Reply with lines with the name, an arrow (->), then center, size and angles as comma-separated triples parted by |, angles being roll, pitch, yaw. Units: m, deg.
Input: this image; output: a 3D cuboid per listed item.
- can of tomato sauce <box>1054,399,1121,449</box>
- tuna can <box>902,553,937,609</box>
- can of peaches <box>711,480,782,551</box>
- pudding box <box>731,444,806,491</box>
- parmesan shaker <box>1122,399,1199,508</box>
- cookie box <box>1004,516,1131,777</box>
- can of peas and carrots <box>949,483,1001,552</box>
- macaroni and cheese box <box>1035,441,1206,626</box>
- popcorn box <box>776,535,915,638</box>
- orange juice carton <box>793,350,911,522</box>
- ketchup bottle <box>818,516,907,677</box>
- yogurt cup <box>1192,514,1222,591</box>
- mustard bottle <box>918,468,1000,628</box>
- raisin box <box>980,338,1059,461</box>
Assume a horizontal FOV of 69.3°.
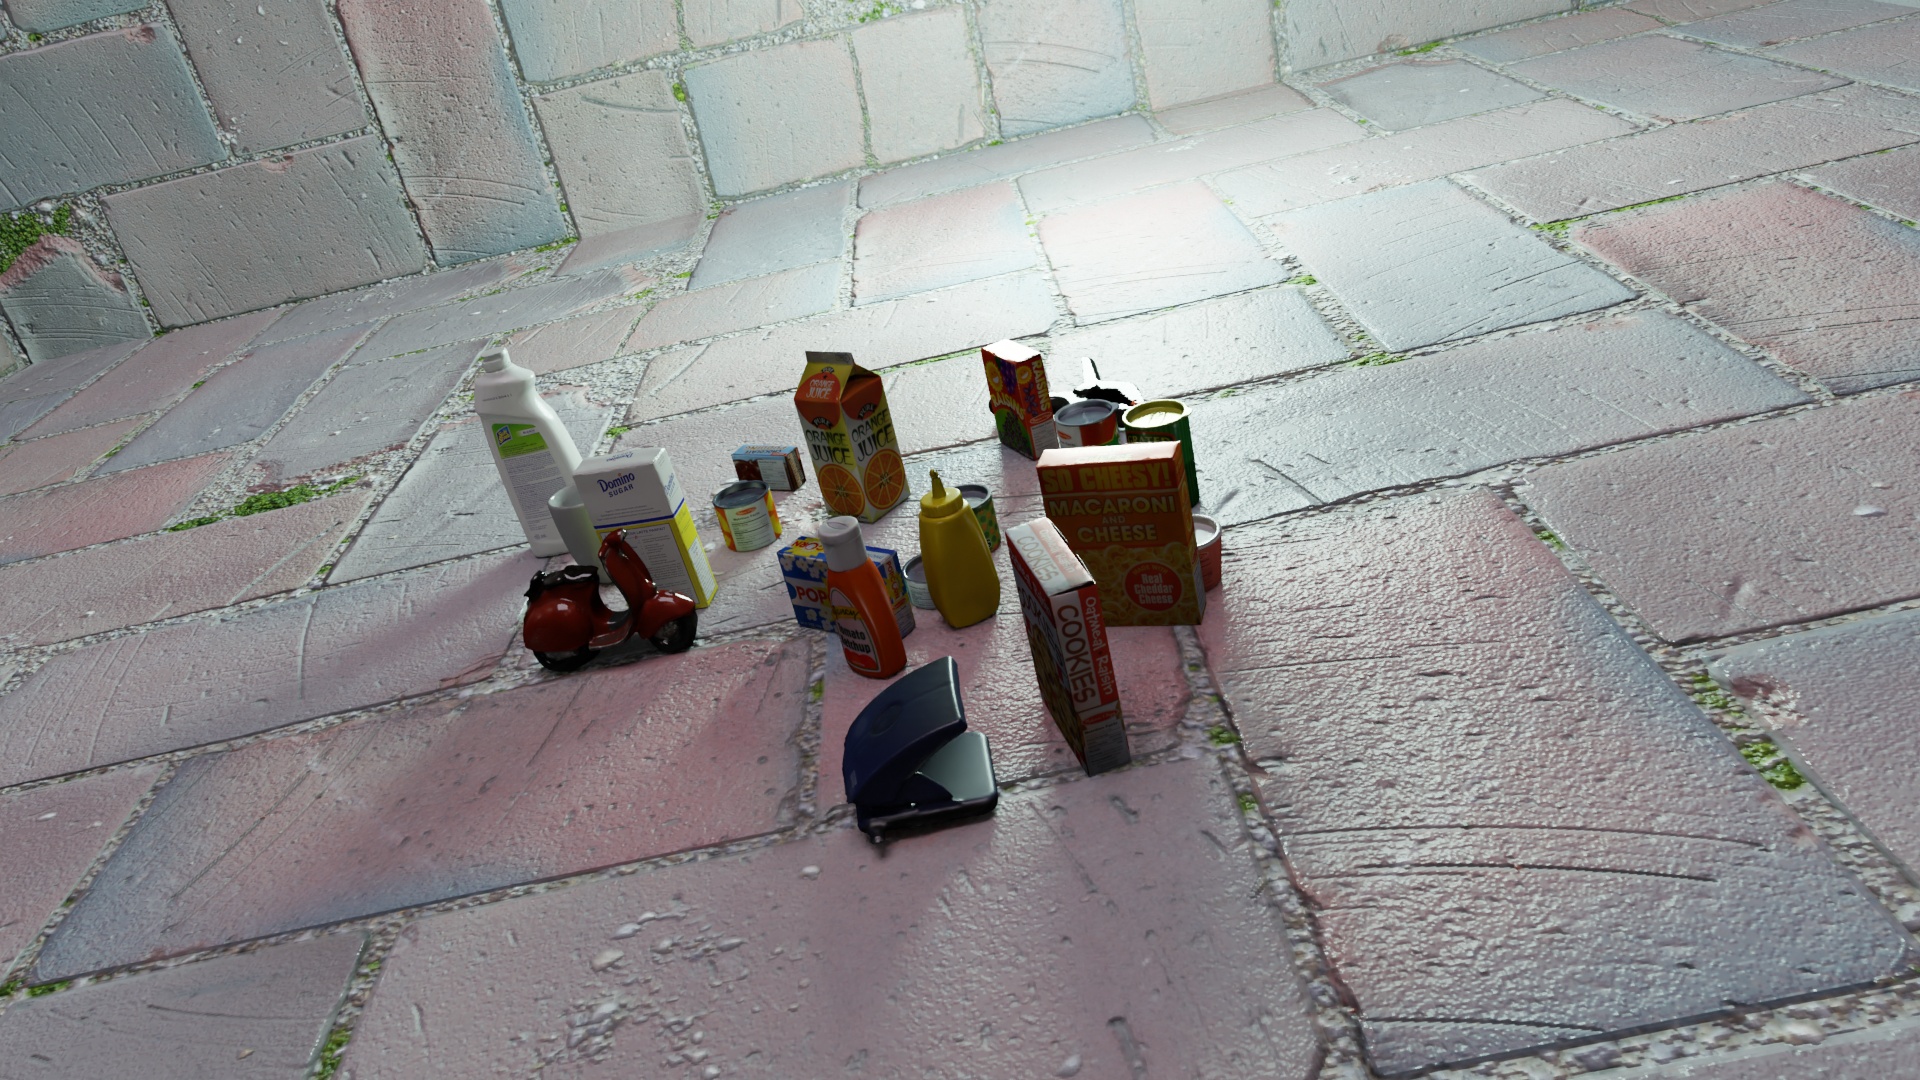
can of tomato sauce -> 0.143, -0.103, 1.507 | 0.071, 0.082, 0.071 | -11, 27, 6
tuna can -> -0.022, 0.036, 1.371 | 0.071, 0.032, 0.071 | -11, 27, 6
can of peaches -> -0.240, -0.029, 1.567 | 0.071, 0.057, 0.071 | -11, 27, 6
pudding box -> -0.233, -0.089, 1.689 | 0.083, 0.049, 0.030 | 3, 31, 29
parmesan shaker -> 0.209, -0.084, 1.419 | 0.071, 0.102, 0.071 | -11, 27, 6
cookie box -> 0.084, 0.081, 1.089 | 0.040, 0.166, 0.123 | -17, 27, -7
can of peas and carrots -> 0.005, -0.018, 1.434 | 0.071, 0.058, 0.071 | -11, 27, 6
macaroni and cheese box -> 0.143, -0.004, 1.225 | 0.123, 0.165, 0.040 | -3, 29, 20
popcorn box -> -0.109, 0.047, 1.333 | 0.126, 0.085, 0.038 | 8, 34, 36
orange juice carton -> -0.124, -0.122, 1.545 | 0.072, 0.191, 0.073 | 9, 35, 38
ketchup bottle -> -0.092, 0.050, 1.248 | 0.065, 0.148, 0.044 | 14, 38, 43
yogurt cup -> 0.210, 0.014, 1.283 | 0.072, 0.053, 0.073 | -11, 27, 6
mustard bottle -> -0.007, 0.002, 1.290 | 0.065, 0.159, 0.049 | -22, 28, -17
raisin box -> 0.070, -0.165, 1.615 | 0.040, 0.123, 0.086 | -23, 28, -18
